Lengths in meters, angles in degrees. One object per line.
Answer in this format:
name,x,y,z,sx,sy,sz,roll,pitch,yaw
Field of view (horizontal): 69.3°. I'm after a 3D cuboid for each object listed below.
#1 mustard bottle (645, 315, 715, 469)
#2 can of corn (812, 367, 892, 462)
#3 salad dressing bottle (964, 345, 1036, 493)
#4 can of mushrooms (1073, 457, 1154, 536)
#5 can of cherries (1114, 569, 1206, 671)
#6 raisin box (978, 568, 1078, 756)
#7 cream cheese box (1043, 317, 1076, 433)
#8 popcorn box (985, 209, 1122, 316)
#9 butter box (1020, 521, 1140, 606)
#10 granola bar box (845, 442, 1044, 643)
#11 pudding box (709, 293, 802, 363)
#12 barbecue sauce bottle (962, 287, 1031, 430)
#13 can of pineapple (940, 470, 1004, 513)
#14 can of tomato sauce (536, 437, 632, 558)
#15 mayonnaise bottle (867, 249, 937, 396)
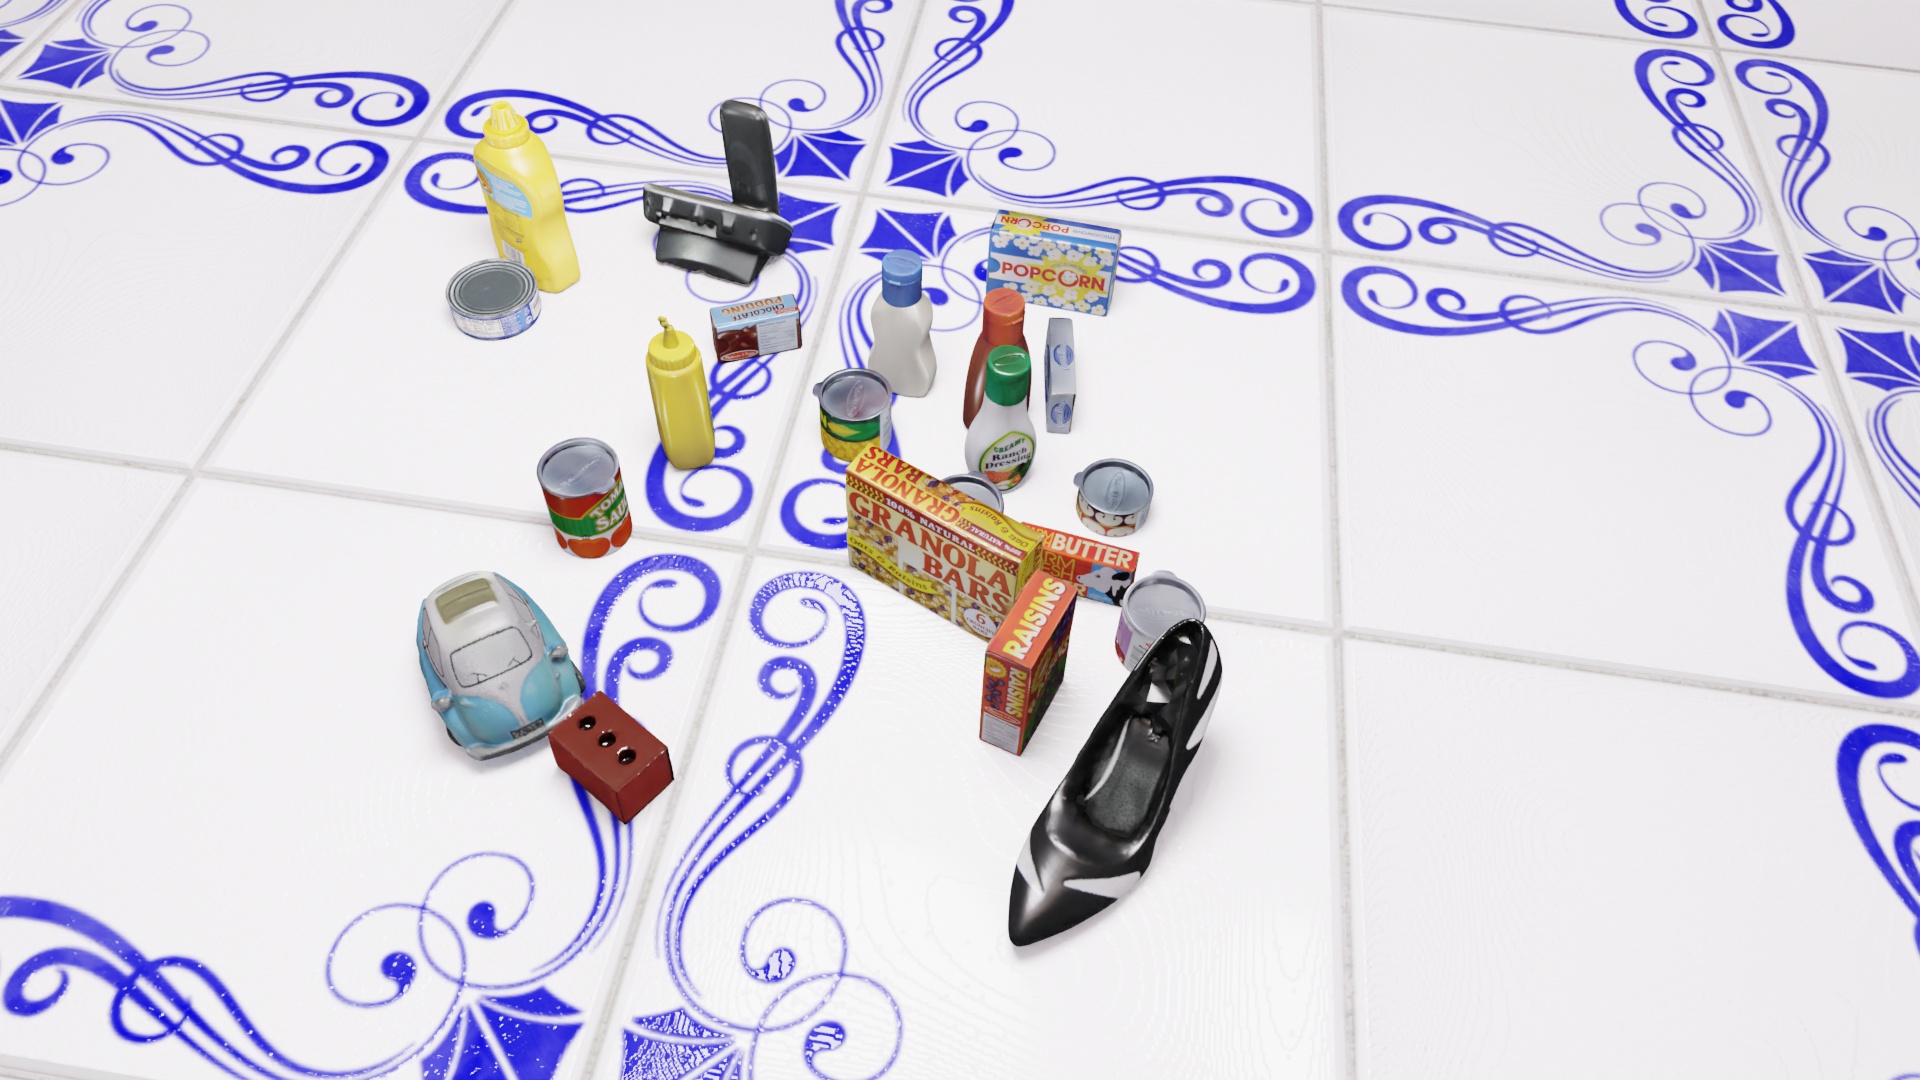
mustard bottle,-0.243,-0.132,1.199,0.049,0.159,0.065,-14,53,-14
can of corn,-0.097,-0.113,1.257,0.071,0.058,0.071,1,51,-2
salad dressing bottle,0.037,-0.103,1.198,0.064,0.146,0.044,-15,53,-14
can of mushrooms,0.133,-0.039,1.223,0.071,0.033,0.071,1,51,-2
can of cherries,0.161,0.069,1.122,0.071,0.058,0.072,1,51,-2
raisin box,0.050,0.094,1.055,0.040,0.122,0.086,24,54,16
cream cheese box,0.093,-0.155,1.303,0.024,0.053,0.104,2,51,-1
popcorn box,0.092,-0.276,1.380,0.127,0.084,0.038,11,52,6
butter box,0.095,0.020,1.161,0.103,0.052,0.024,15,52,9
granola bar box,-0.017,0.008,1.120,0.166,0.123,0.039,29,55,19
pudding box,-0.196,-0.203,1.330,0.084,0.049,0.030,-14,53,-13
barbecue sauce bottle,0.035,-0.158,1.242,0.065,0.147,0.044,-29,58,-23
can of pineapple,0.004,-0.015,1.182,0.071,0.057,0.071,1,51,-2
can of tomato sauce,-0.312,-0.034,1.166,0.071,0.082,0.071,1,51,-2
mayonnaise bottle,-0.053,-0.198,1.270,0.065,0.147,0.041,17,52,11
